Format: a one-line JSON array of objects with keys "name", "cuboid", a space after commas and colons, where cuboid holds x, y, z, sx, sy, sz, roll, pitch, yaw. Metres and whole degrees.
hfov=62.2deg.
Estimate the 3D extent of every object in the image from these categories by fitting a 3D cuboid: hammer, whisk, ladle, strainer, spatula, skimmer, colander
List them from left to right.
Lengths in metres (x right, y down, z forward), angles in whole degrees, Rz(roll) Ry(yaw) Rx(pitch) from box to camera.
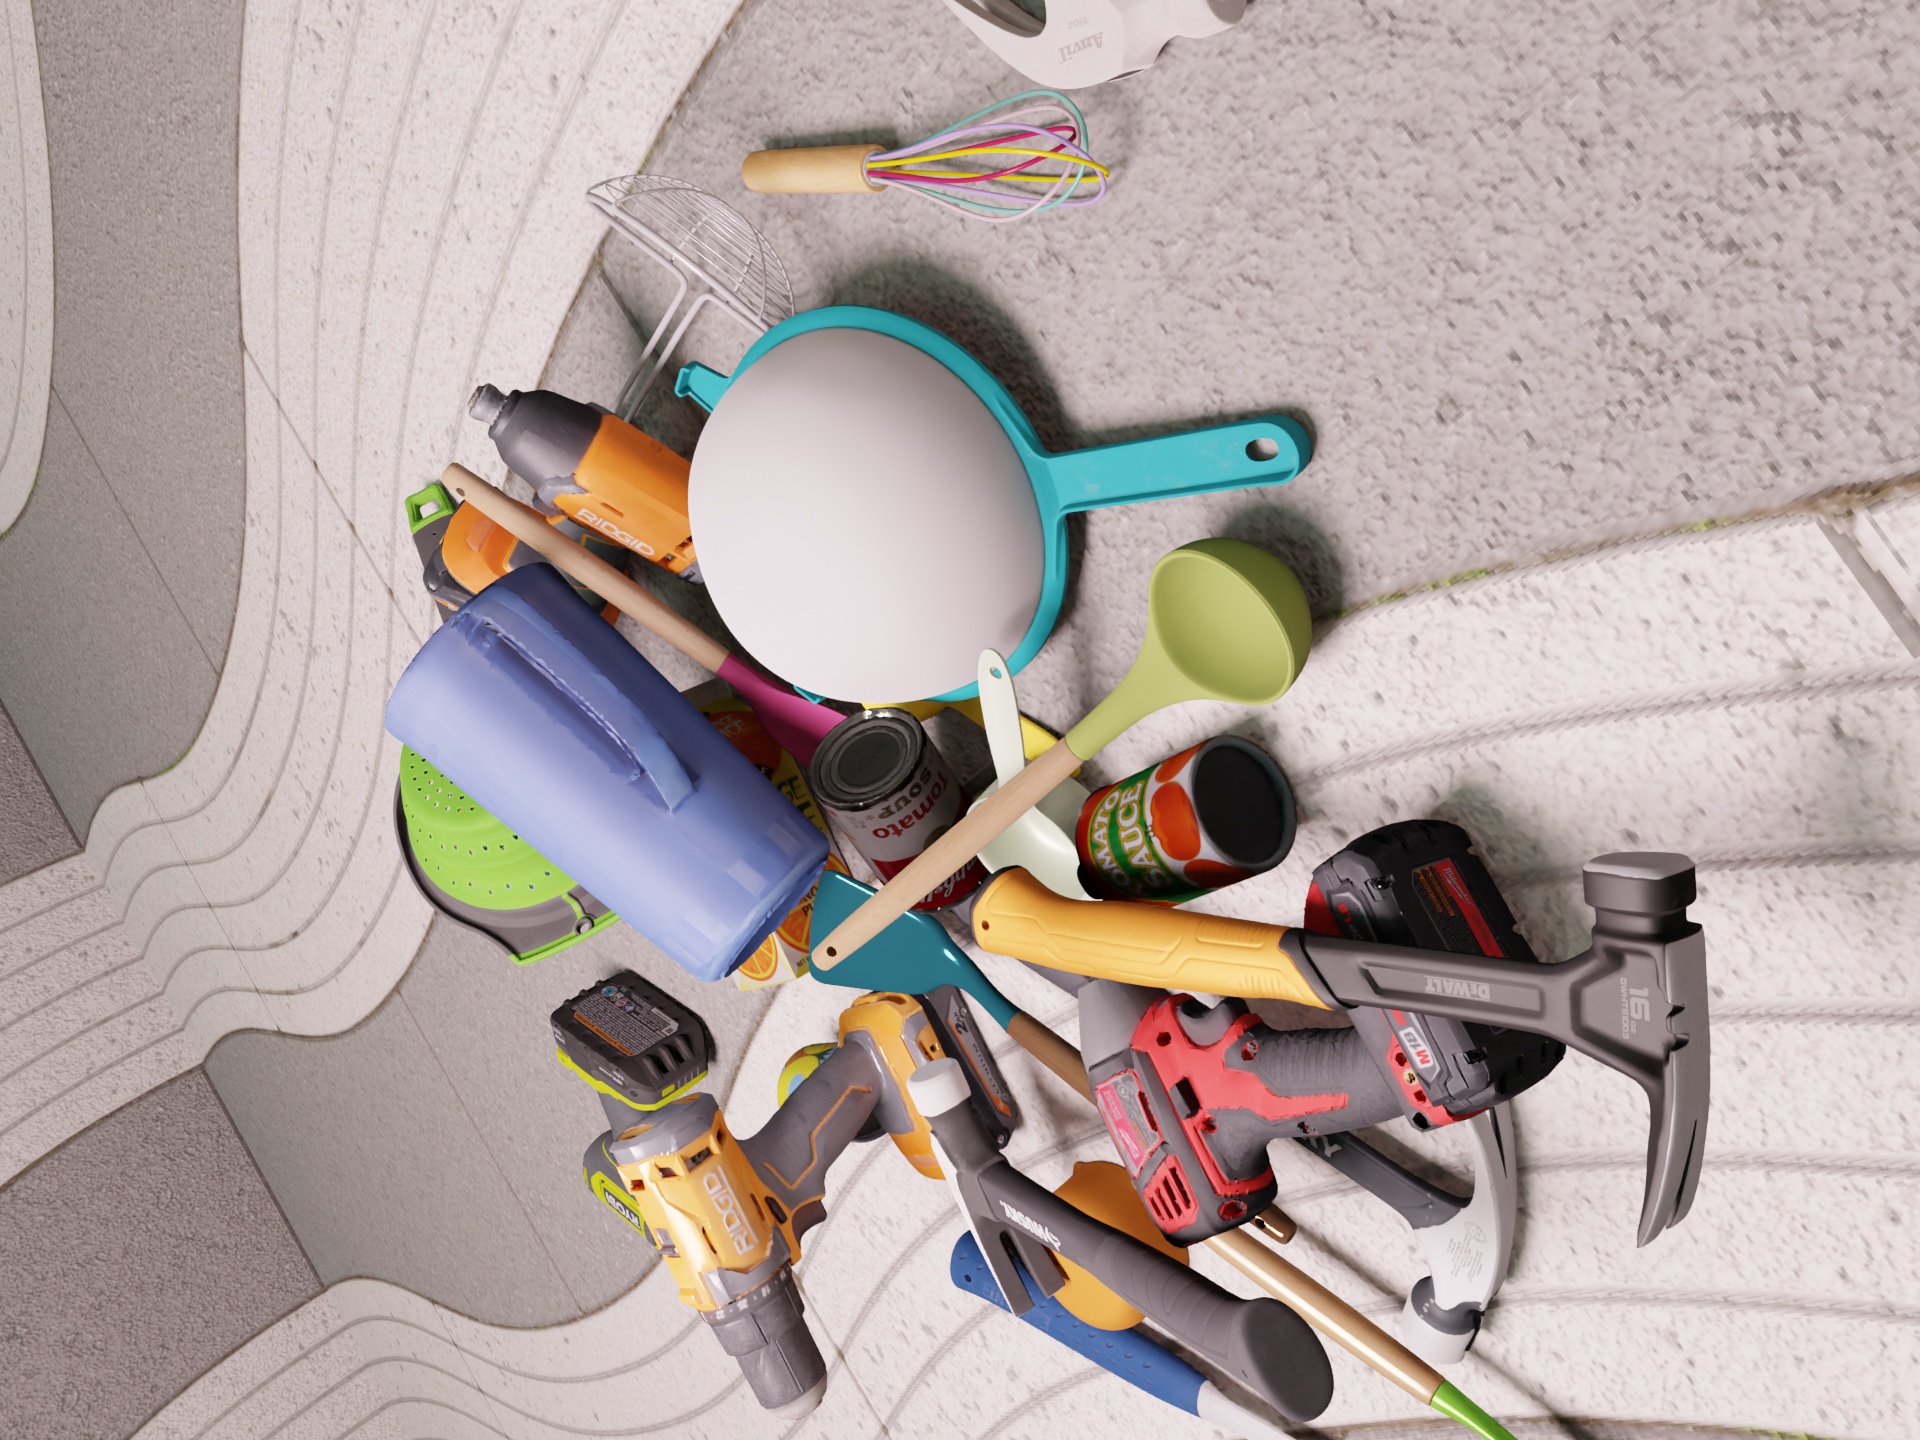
[{"name": "colander", "cuboid": [-0.337, -0.030, 1.097, 0.397, 0.204, 0.094, 62, -179, 26]}, {"name": "skimmer", "cuboid": [-0.200, -0.183, 0.926, 0.127, 0.090, 0.363, 35, 144, -12]}, {"name": "whisk", "cuboid": [-0.027, -0.257, 0.731, 0.245, 0.047, 0.051, 19, 132, 45]}, {"name": "strainer", "cuboid": [-0.010, -0.088, 0.731, 0.340, 0.095, 0.211, -3, 116, 39]}, {"name": "hammer", "cuboid": [0.014, -0.413, 0.607, 0.130, 0.031, 0.331, -2, 109, 48]}, {"name": "ladle", "cuboid": [0.031, 0.031, 0.734, 0.320, 0.062, 0.078, -41, 86, 26]}, {"name": "spatula", "cuboid": [0.041, 0.181, 0.848, 0.318, 0.044, 0.082, 32, 126, 33]}, {"name": "hammer", "cuboid": [0.070, 0.260, 0.766, 0.335, 0.035, 0.146, -3, 112, 67]}, {"name": "hammer", "cuboid": [0.101, 0.154, 0.827, 0.409, 0.036, 0.149, 31, 130, 34]}, {"name": "hammer", "cuboid": [0.149, 0.399, 0.911, 0.406, 0.035, 0.144, 16, 122, 42]}, {"name": "hammer", "cuboid": [0.125, 0.104, 0.634, 0.337, 0.034, 0.127, 2, 98, 49]}]

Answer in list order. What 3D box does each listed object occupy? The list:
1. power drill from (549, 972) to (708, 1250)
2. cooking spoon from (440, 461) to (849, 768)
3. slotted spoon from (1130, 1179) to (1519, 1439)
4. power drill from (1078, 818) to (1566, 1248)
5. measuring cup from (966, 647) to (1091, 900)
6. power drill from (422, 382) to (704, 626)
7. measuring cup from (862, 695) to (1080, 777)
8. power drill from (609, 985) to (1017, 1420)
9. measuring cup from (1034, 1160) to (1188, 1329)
[{"name": "power drill", "cuboid": [-0.242, 0.335, 1.277, 0.191, 0.080, 0.228, 23, 129, 39]}, {"name": "cooking spoon", "cuboid": [-0.157, -0.048, 0.908, 0.318, 0.017, 0.068, 35, 143, -10]}, {"name": "slotted spoon", "cuboid": [0.209, 0.309, 0.771, 0.314, 0.070, 0.031, 30, 90, 33]}, {"name": "power drill", "cuboid": [0.140, 0.136, 0.704, 0.219, 0.078, 0.143, -41, 67, 42]}, {"name": "measuring cup", "cuboid": [0.036, 0.023, 0.795, 0.083, 0.038, 0.167, 17, 136, 32]}, {"name": "power drill", "cuboid": [-0.247, -0.121, 0.968, 0.164, 0.084, 0.226, 31, 151, -24]}, {"name": "measuring cup", "cuboid": [-0.001, -0.003, 0.854, 0.157, 0.029, 0.062, 31, 131, 36]}, {"name": "power drill", "cuboid": [-0.071, 0.271, 0.930, 0.084, 0.226, 0.185, -25, 92, 51]}, {"name": "measuring cup", "cuboid": [0.095, 0.282, 0.889, 0.095, 0.052, 0.173, 48, 141, 17]}]
